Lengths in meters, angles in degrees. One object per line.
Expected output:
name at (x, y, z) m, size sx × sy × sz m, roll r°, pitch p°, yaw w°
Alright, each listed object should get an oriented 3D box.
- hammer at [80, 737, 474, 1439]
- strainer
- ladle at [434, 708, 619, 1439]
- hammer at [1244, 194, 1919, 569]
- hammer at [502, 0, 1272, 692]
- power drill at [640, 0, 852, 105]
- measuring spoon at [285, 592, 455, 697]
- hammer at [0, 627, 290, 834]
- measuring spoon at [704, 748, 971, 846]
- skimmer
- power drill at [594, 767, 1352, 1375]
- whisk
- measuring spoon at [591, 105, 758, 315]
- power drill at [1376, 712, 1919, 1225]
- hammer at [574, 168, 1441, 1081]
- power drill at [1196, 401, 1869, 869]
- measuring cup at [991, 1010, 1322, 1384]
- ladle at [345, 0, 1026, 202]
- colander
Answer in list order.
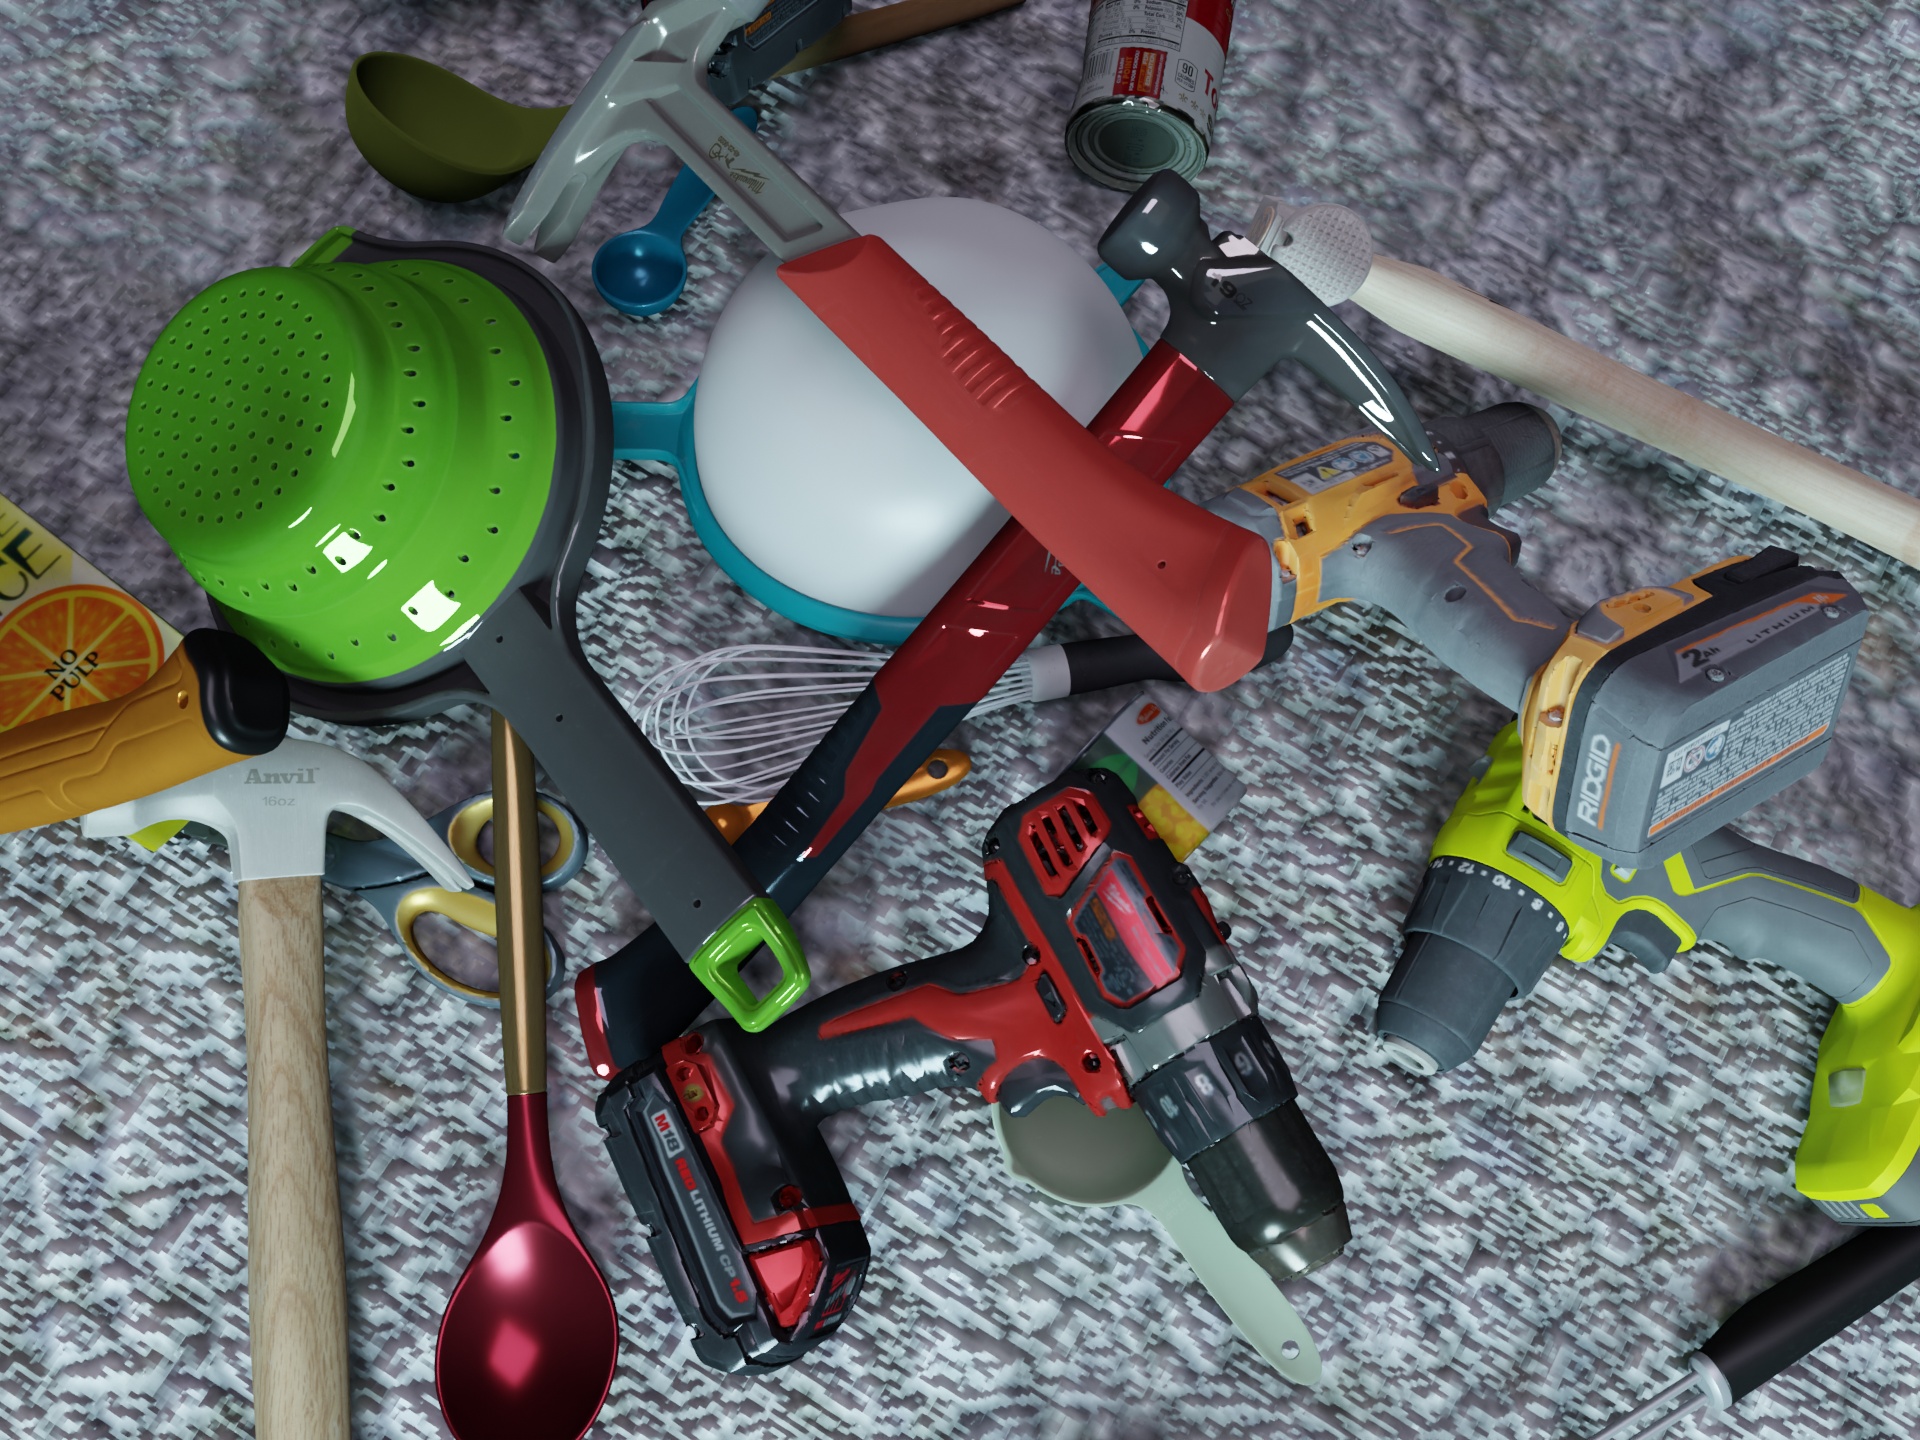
hammer at (-0.238, 0.171, 0.575) m, size 0.130 × 0.031 × 0.331 m, roll -2°, pitch 85°, yaw -32°
strainer at (-0.081, -0.142, 0.643) m, size 0.340 × 0.095 × 0.211 m, roll 1°, pitch 61°, yaw 2°
ladle at (-0.169, 0.117, 0.610) m, size 0.069 × 0.031 × 0.315 m, roll -5°, pitch 80°, yaw 1°
hammer at (0.311, -0.128, 0.687) m, size 0.410 × 0.146 × 0.038 m, roll 23°, pitch 110°, yaw -6°
hammer at (-0.031, -0.132, 0.549) m, size 0.149 × 0.036 × 0.359 m, roll -49°, pitch 62°, yaw 15°
power drill at (-0.168, -0.352, 0.695) m, size 0.220 × 0.078 × 0.143 m, roll 25°, pitch 55°, yaw 18°
measuring spoon at (-0.232, -0.038, 0.666) m, size 0.124 × 0.018 × 0.034 m, roll -30°, pitch 79°, yaw -9°
hammer at (-0.359, 0.037, 0.549) m, size 0.337 × 0.034 × 0.127 m, roll -14°, pitch 75°, yaw 25°
measuring spoon at (-0.051, 0.031, 0.660) m, size 0.117 × 0.011 × 0.021 m, roll -14°, pitch 76°, yaw -7°
skimmer at (0.241, 0.286, 0.567) m, size 0.363 × 0.090 × 0.127 m, roll -26°, pitch 110°, yaw -12°
power drill at (0.007, 0.146, 0.563) m, size 0.226 × 0.080 × 0.188 m, roll -31°, pitch 71°, yaw 4°
whisk at (0.004, -0.013, 0.656) m, size 0.284 × 0.070 × 0.070 m, roll -9°, pitch 76°, yaw -10°
measuring spoon at (-0.125, -0.232, 0.728) m, size 0.042 × 0.021 × 0.129 m, roll 23°, pitch 66°, yaw 6°
power drill at (0.292, 0.098, 0.628) m, size 0.228 × 0.080 × 0.190 m, roll 32°, pitch 75°, yaw 9°
hammer at (-0.001, -0.002, 0.587) m, size 0.143 × 0.038 × 0.386 m, roll 39°, pitch 101°, yaw -12°
power drill at (0.223, -0.055, 0.615) m, size 0.185 × 0.084 × 0.226 m, roll -24°, pitch 40°, yaw -24°
measuring cup at (0.078, 0.184, 0.614) m, size 0.083 × 0.038 × 0.167 m, roll -38°, pitch 82°, yaw -12°
ladle at (-0.117, -0.305, 0.726) m, size 0.320 × 0.062 × 0.078 m, roll -20°, pitch 61°, yaw -11°
colander at (-0.193, -0.047, 0.579) m, size 0.204 × 0.094 × 0.397 m, roll -44°, pitch 69°, yaw 8°
